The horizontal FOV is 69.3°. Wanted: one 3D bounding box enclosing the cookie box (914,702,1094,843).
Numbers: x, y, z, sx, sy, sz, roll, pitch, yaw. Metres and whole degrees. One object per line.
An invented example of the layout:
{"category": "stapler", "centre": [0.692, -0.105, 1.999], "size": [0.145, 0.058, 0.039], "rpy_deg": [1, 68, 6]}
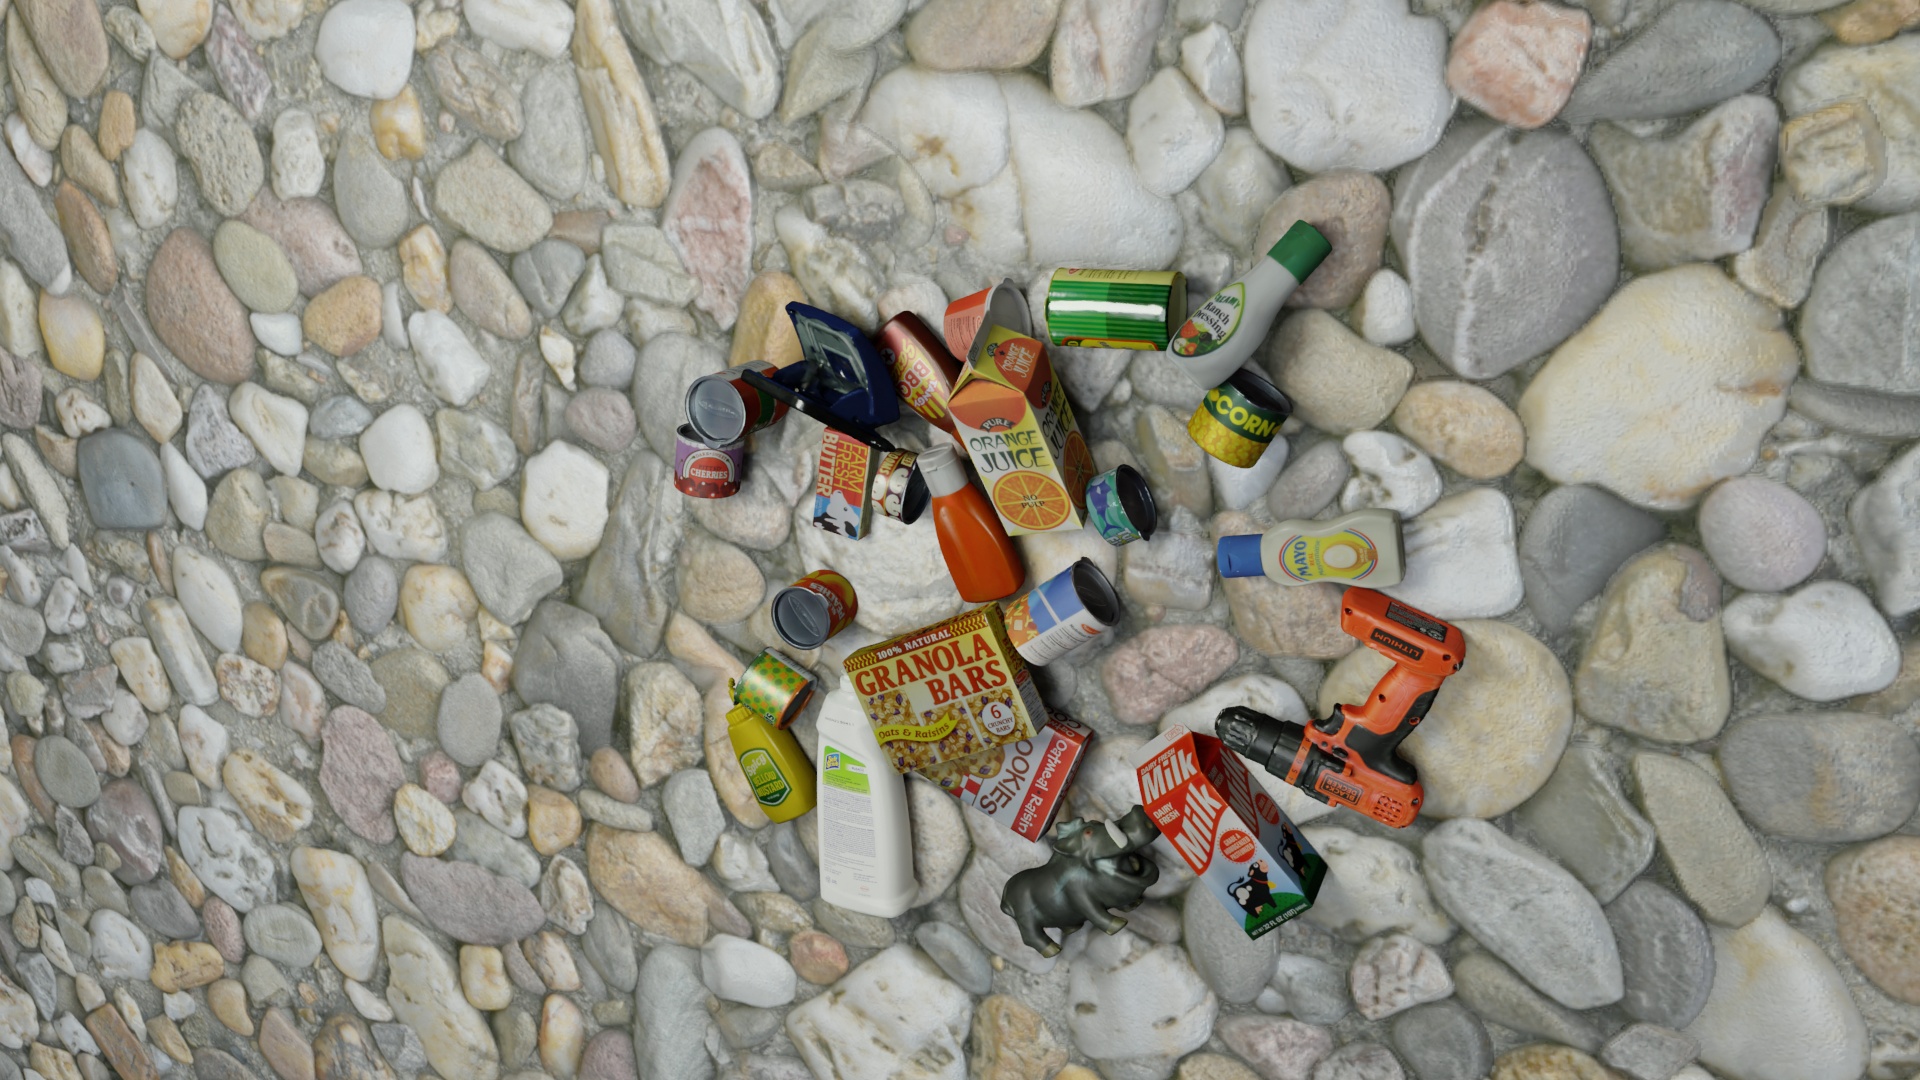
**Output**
{"category": "cookie box", "centre": [0.030, 0.196, 1.338], "size": [0.167, 0.040, 0.122], "rpy_deg": [29, 116, 16]}

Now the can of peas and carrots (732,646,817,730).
{"category": "can of peas and carrots", "centre": [-0.188, 0.152, 1.409], "size": [0.059, 0.071, 0.070], "rpy_deg": [32, 117, 12]}

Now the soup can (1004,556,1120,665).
{"category": "soup can", "centre": [0.091, 0.064, 1.253], "size": [0.083, 0.071, 0.071], "rpy_deg": [-34, 91, 31]}

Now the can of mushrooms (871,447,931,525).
{"category": "can of mushrooms", "centre": [-0.052, -0.052, 1.279], "size": [0.033, 0.071, 0.070], "rpy_deg": [20, 114, 20]}

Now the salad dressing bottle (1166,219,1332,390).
{"category": "salad dressing bottle", "centre": [0.228, -0.186, 1.094], "size": [0.147, 0.064, 0.044], "rpy_deg": [-47, 128, 9]}

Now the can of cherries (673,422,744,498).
{"category": "can of cherries", "centre": [-0.246, -0.078, 1.360], "size": [0.071, 0.072, 0.058], "rpy_deg": [17, 114, 19]}

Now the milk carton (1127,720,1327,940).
{"category": "milk carton", "centre": [0.234, 0.251, 1.240], "size": [0.190, 0.074, 0.072], "rpy_deg": [50, 120, 4]}

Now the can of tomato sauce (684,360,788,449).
{"category": "can of tomato sauce", "centre": [-0.210, -0.130, 1.319], "size": [0.071, 0.083, 0.071], "rpy_deg": [8, 110, 23]}

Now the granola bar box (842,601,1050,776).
{"category": "granola bar box", "centre": [-0.014, 0.140, 1.294], "size": [0.165, 0.039, 0.124], "rpy_deg": [-21, 96, 29]}

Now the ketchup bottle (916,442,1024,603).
{"category": "ketchup bottle", "centre": [0.005, -0.016, 1.261], "size": [0.064, 0.044, 0.148], "rpy_deg": [-12, 113, 28]}

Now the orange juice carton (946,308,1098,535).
{"category": "orange juice carton", "centre": [0.048, -0.098, 1.171], "size": [0.073, 0.072, 0.192], "rpy_deg": [-6, 130, 26]}

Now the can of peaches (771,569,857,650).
{"category": "can of peaches", "centre": [-0.141, 0.066, 1.365], "size": [0.071, 0.058, 0.071], "rpy_deg": [8, 109, 23]}

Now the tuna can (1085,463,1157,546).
{"category": "tuna can", "centre": [0.139, -0.027, 1.197], "size": [0.032, 0.071, 0.071], "rpy_deg": [-23, 96, 31]}

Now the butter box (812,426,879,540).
{"category": "butter box", "centre": [-0.109, -0.056, 1.330], "size": [0.053, 0.024, 0.103], "rpy_deg": [17, 113, 19]}

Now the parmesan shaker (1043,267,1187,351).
{"category": "parmesan shaker", "centre": [0.129, -0.190, 1.146], "size": [0.103, 0.071, 0.071], "rpy_deg": [7, 109, 23]}

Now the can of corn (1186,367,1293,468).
{"category": "can of corn", "centre": [0.226, -0.099, 1.130], "size": [0.071, 0.071, 0.058], "rpy_deg": [36, 119, 11]}

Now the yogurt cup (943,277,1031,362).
{"category": "yogurt cup", "centre": [0.022, -0.186, 1.204], "size": [0.054, 0.073, 0.072], "rpy_deg": [-6, 104, 35]}

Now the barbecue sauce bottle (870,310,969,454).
{"category": "barbecue sauce bottle", "centre": [-0.019, -0.134, 1.250], "size": [0.148, 0.044, 0.064], "rpy_deg": [48, 128, 4]}

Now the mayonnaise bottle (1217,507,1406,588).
{"category": "mayonnaise bottle", "centre": [0.290, 0.010, 1.153], "size": [0.148, 0.041, 0.064], "rpy_deg": [-5, 106, 26]}

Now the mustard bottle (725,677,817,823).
{"category": "mustard bottle", "centre": [-0.206, 0.216, 1.450], "size": [0.065, 0.049, 0.160], "rpy_deg": [-27, 94, 28]}
